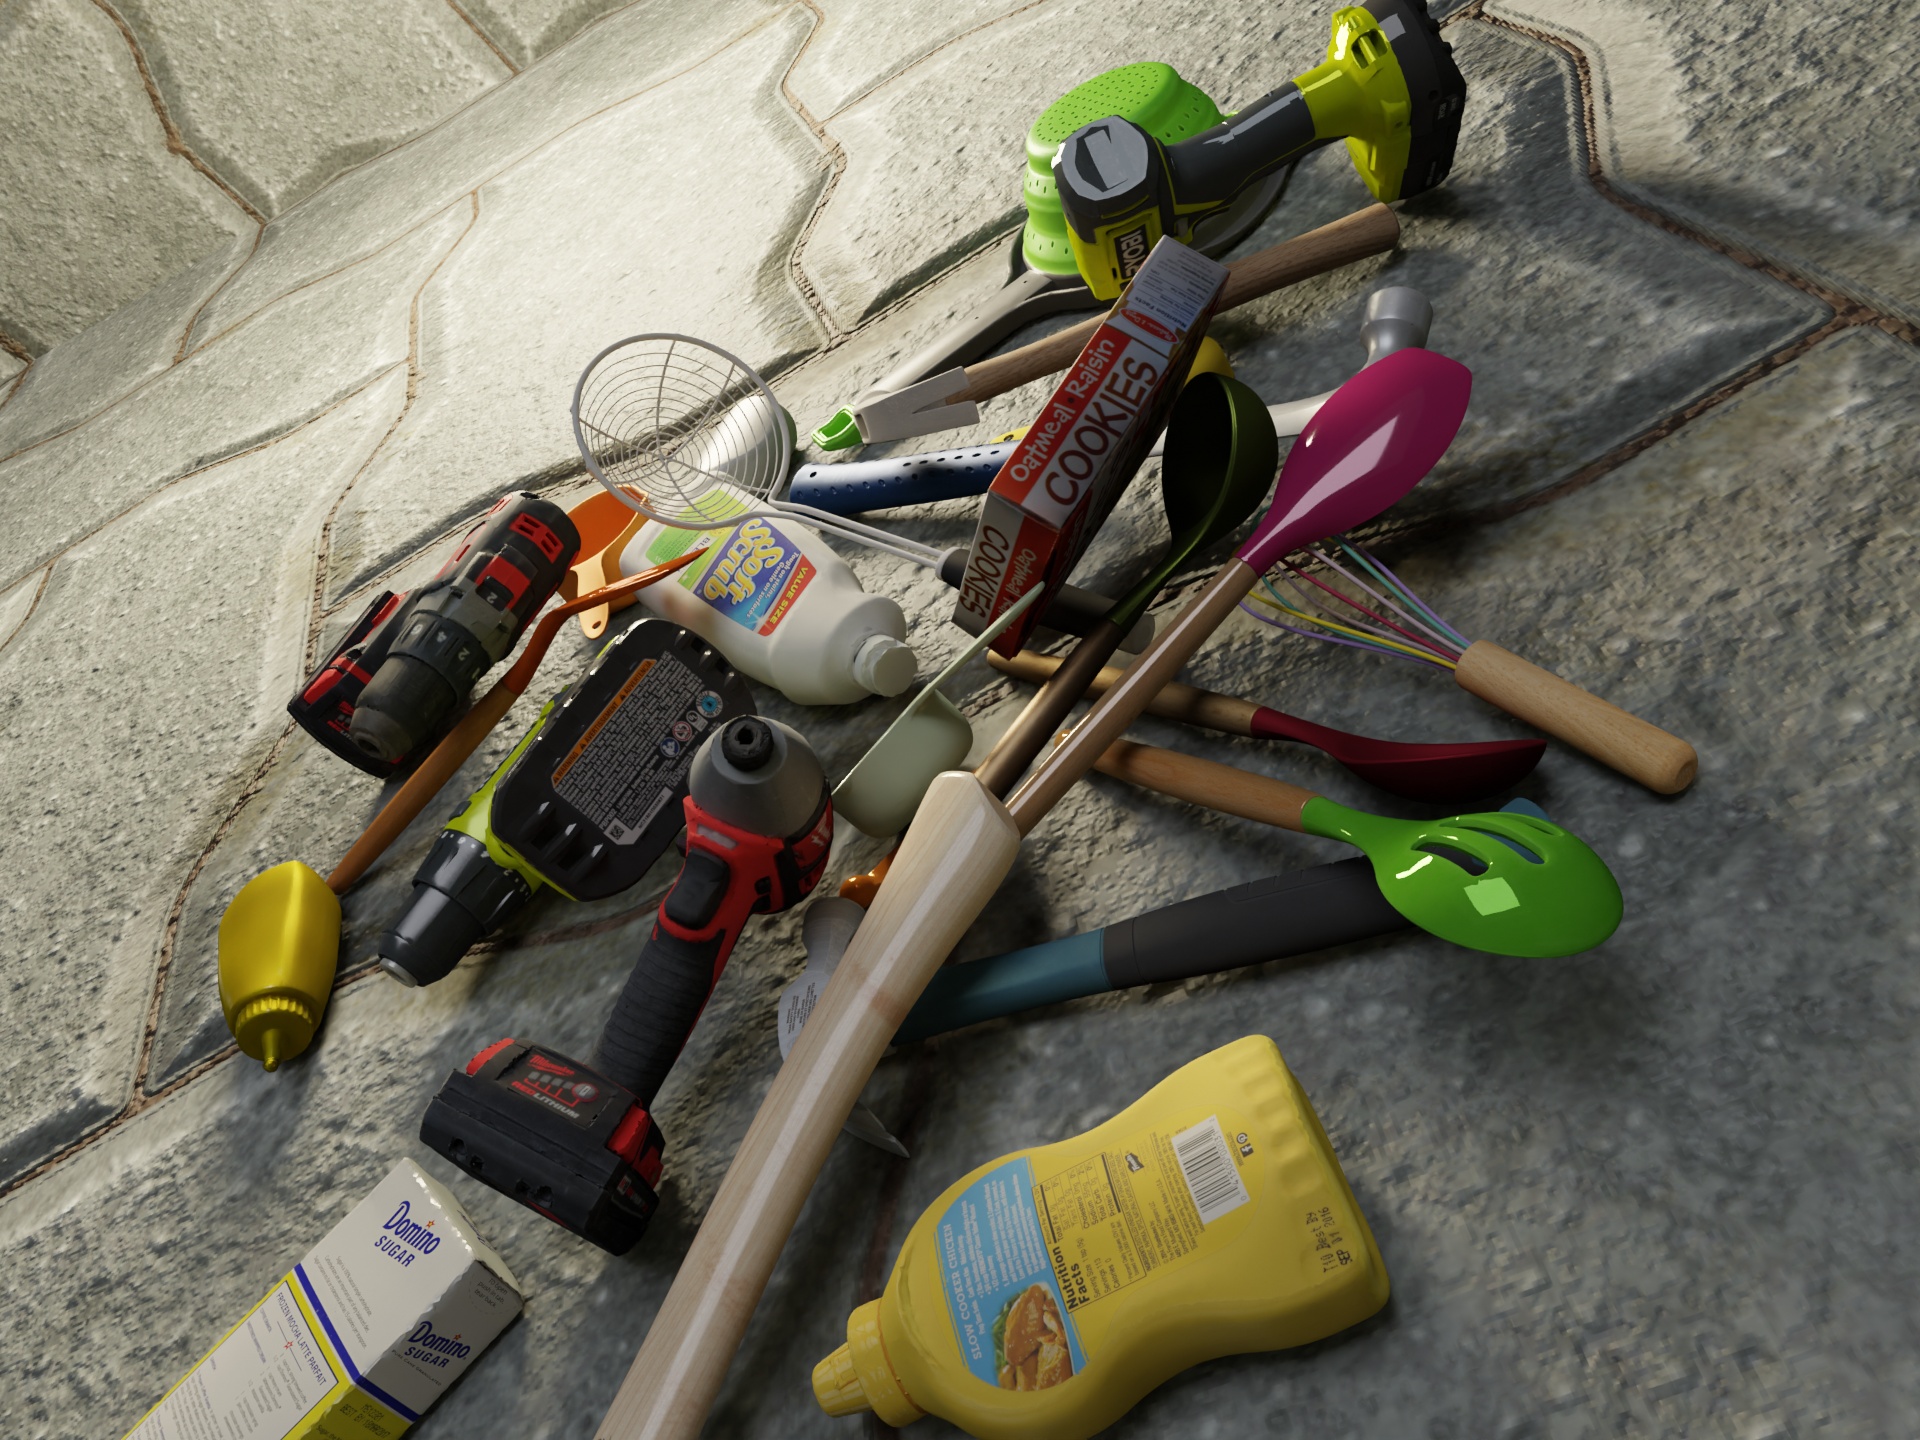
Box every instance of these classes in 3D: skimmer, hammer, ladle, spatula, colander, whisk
[{"bbox_3d":[-0.057,-0.123,0.852,0.363,0.090,0.127,23,52,32],"label":"skimmer"},{"bbox_3d":[0.073,0.090,0.632,0.331,0.033,0.128,-18,39,21],"label":"hammer"},{"bbox_3d":[0.113,-0.005,0.708,0.069,0.031,0.316,-6,14,-38],"label":"ladle"},{"bbox_3d":[-0.272,0.002,0.935,0.322,0.041,0.081,-45,5,17],"label":"spatula"},{"bbox_3d":[0.046,-0.328,1.073,0.397,0.094,0.205,-37,36,-5],"label":"colander"},{"bbox_3d":[0.044,-0.030,0.715,0.320,0.062,0.078,-51,9,-17],"label":"ladle"},{"bbox_3d":[0.096,-0.227,0.915,0.331,0.031,0.130,-21,15,-2],"label":"hammer"},{"bbox_3d":[0.058,-0.146,0.896,0.405,0.035,0.144,-2,58,39],"label":"hammer"},{"bbox_3d":[0.201,-0.035,0.666,0.047,0.051,0.245,-5,28,-34],"label":"whisk"},{"bbox_3d":[-0.090,0.196,0.591,0.146,0.038,0.411,6,59,42],"label":"hammer"}]

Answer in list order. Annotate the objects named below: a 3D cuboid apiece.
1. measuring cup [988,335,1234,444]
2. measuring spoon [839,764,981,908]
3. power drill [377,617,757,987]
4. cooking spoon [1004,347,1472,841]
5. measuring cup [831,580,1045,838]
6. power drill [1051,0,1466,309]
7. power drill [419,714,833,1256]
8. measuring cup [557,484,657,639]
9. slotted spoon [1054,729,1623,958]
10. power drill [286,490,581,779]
[{"bbox_3d":[0.083,-0.191,0.942,0.156,0.029,0.062,-12,41,23],"label":"measuring cup"},{"bbox_3d":[-0.014,0.048,0.762,0.117,0.011,0.021,-42,37,-11],"label":"measuring spoon"},{"bbox_3d":[-0.209,0.047,0.810,0.228,0.080,0.191,-23,29,57],"label":"power drill"},{"bbox_3d":[0.107,-0.047,0.691,0.319,0.017,0.069,-47,49,-6],"label":"cooking spoon"},{"bbox_3d":[-0.001,-0.002,0.730,0.167,0.038,0.083,-44,4,39],"label":"measuring cup"},{"bbox_3d":[0.169,-0.321,0.931,0.223,0.171,0.080,-23,76,6],"label":"power drill"},{"bbox_3d":[-0.123,0.100,0.667,0.078,0.143,0.220,25,66,9],"label":"power drill"},{"bbox_3d":[-0.230,-0.088,1.049,0.095,0.052,0.174,-29,38,7],"label":"measuring cup"},{"bbox_3d":[0.120,0.032,0.618,0.070,0.031,0.314,-22,17,-23],"label":"slotted spoon"},{"bbox_3d":[-0.336,-0.033,0.981,0.226,0.080,0.188,-23,32,49],"label":"power drill"}]
